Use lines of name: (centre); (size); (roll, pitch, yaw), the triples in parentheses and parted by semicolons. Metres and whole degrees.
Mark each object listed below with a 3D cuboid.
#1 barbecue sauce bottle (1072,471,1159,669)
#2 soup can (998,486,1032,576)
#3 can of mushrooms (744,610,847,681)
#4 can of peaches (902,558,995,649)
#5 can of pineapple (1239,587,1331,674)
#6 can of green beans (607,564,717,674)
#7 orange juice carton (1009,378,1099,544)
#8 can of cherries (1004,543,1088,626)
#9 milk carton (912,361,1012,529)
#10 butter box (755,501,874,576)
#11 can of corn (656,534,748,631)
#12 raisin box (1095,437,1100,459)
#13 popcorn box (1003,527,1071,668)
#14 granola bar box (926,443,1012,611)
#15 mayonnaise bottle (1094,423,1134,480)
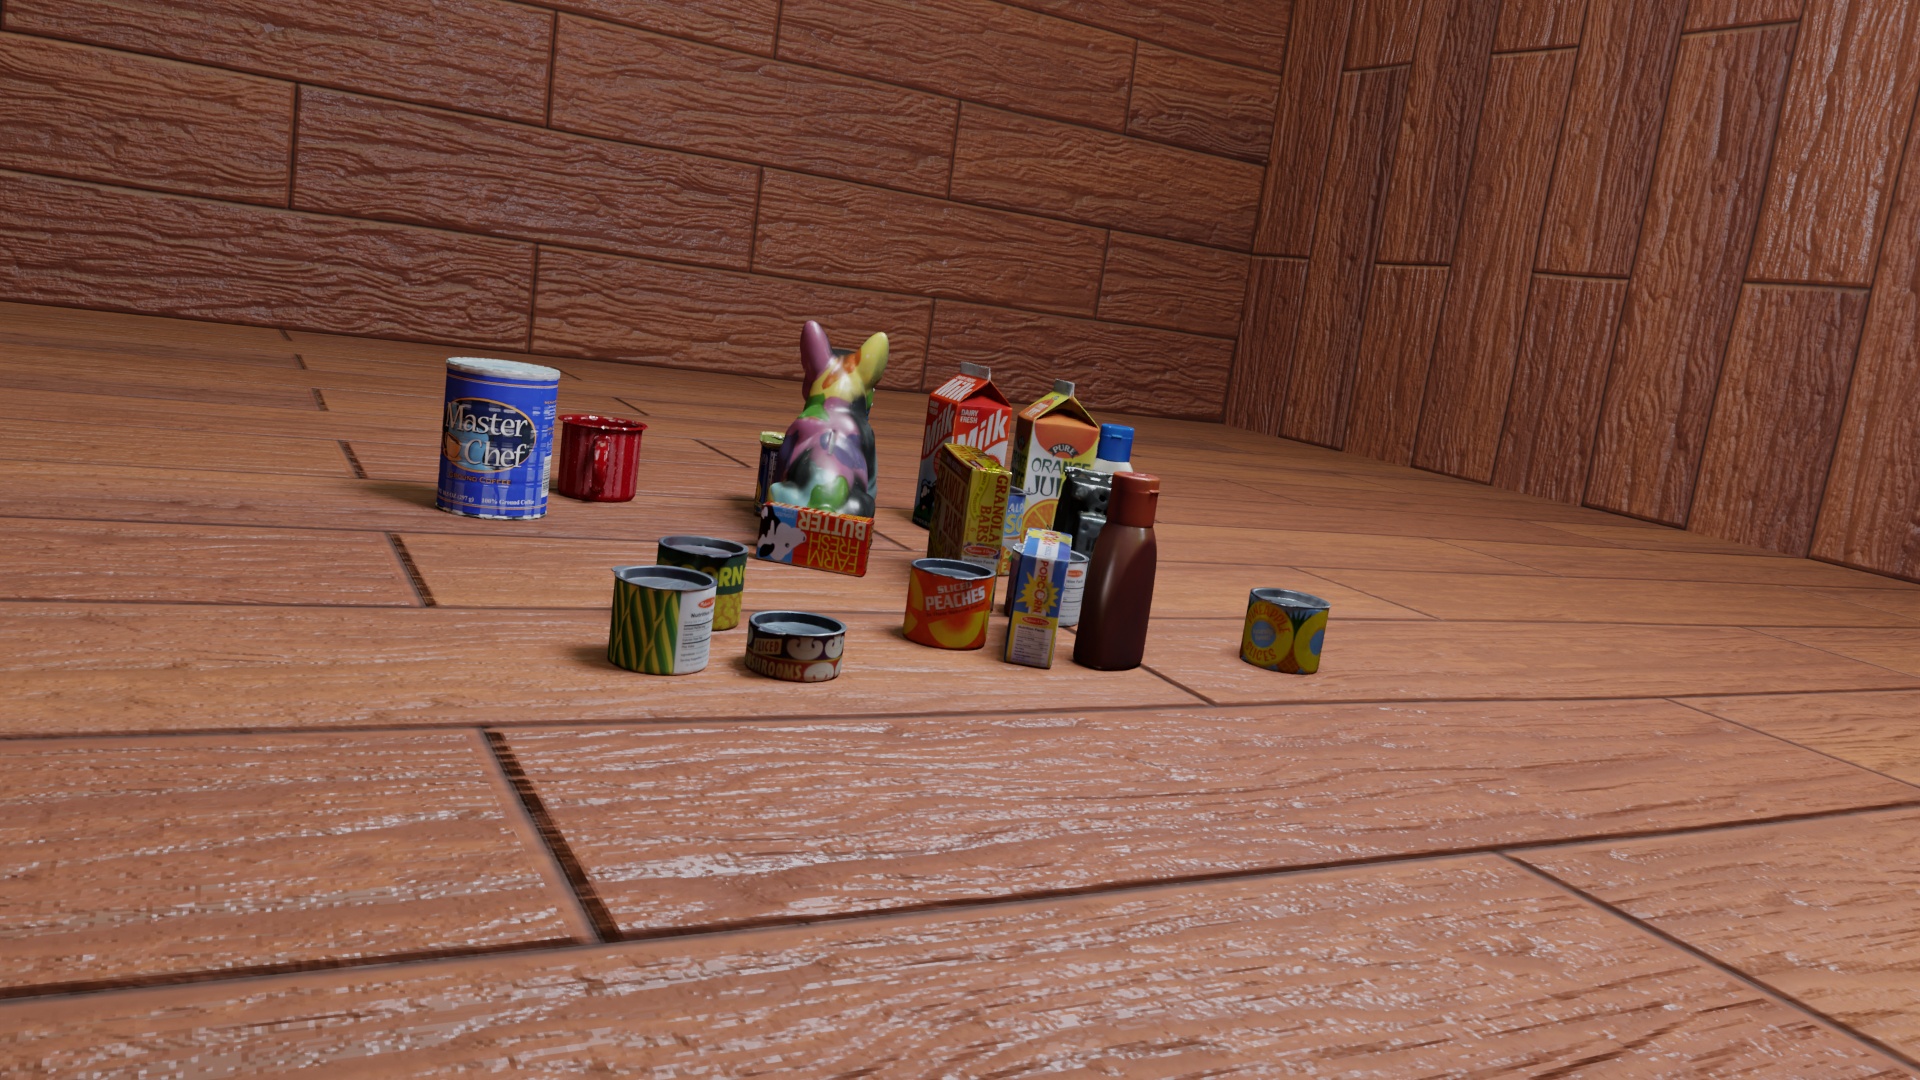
barbecue sauce bottle: (0.124, 0.022, 1.065); (0.044, 0.148, 0.065); (16, 12, 39)
soup can: (0.030, -0.012, 1.374); (0.071, 0.083, 0.071); (8, 9, -1)
can of mushrooms: (-0.113, 0.071, 0.936); (0.071, 0.033, 0.071); (8, 10, -1)
can of peaches: (-0.009, 0.049, 1.071); (0.071, 0.058, 0.071); (8, 10, -1)
can of pineapple: (0.267, 0.074, 1.149); (0.071, 0.057, 0.071); (8, 10, -1)
can of green beans: (-0.195, 0.051, 0.909); (0.071, 0.057, 0.071); (8, 10, -1)
orange juice carton: (0.094, -0.071, 1.447); (0.073, 0.192, 0.072); (6, 9, -11)
can of cherries: (0.072, 0.038, 1.199); (0.071, 0.058, 0.071); (8, 10, -1)
milk carton: (0.004, -0.104, 1.569); (0.073, 0.190, 0.072); (3, 11, -29)
butter box: (-0.133, -0.002, 1.274); (0.103, 0.053, 0.024); (9, 9, 8)
can of corn: (-0.192, 0.031, 1.024); (0.071, 0.058, 0.071); (8, 10, -1)
raisin box: (0.124, -0.062, 1.618); (0.086, 0.123, 0.040); (2, 11, -33)
popcorn box: (0.061, 0.043, 1.085); (0.038, 0.085, 0.127); (9, 10, 4)
granola bar box: (0.004, -0.016, 1.258); (0.039, 0.124, 0.166); (6, 10, -11)
mayonnaise bottle: (0.162, -0.053, 1.525); (0.065, 0.147, 0.041); (9, 9, 5)
